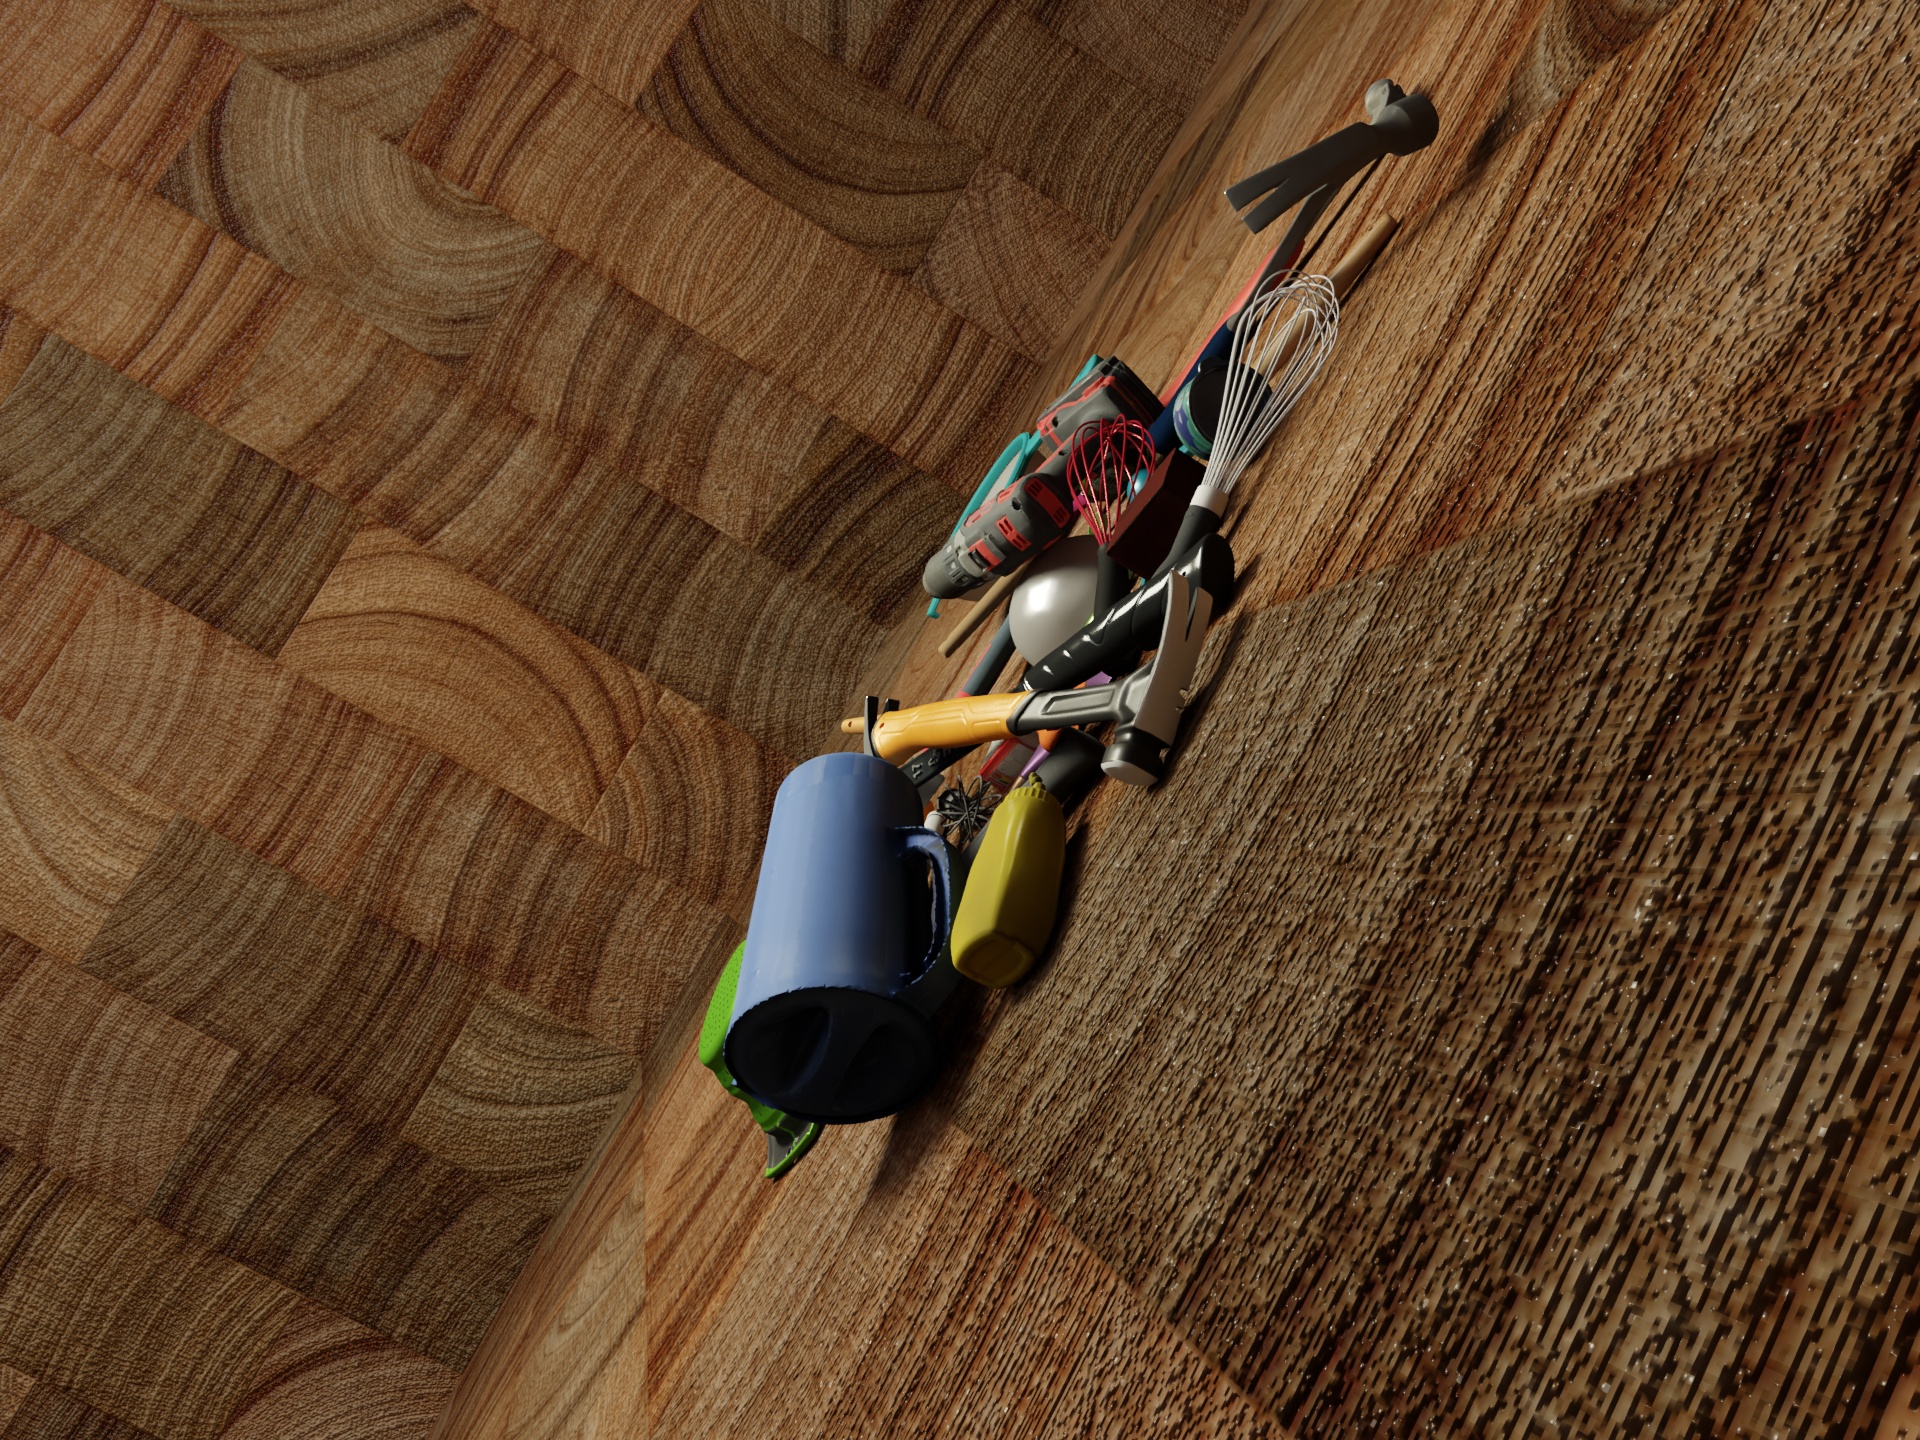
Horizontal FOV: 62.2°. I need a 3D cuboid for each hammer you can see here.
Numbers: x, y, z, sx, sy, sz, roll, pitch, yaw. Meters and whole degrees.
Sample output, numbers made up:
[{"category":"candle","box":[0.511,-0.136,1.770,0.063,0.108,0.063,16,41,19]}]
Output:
[{"category":"hammer","box":[0.013,-0.027,1.432,0.143,0.038,0.386,-58,0,45]},{"category":"hammer","box":[0.205,-0.298,1.171,0.144,0.035,0.405,-28,-10,-17]},{"category":"hammer","box":[-0.002,0.120,1.119,0.334,0.035,0.146,-49,24,35]},{"category":"hammer","box":[0.044,-0.019,1.112,0.409,0.036,0.149,-36,55,46]},{"category":"hammer","box":[0.036,-0.011,1.047,0.337,0.034,0.127,-10,56,58]},{"category":"hammer","box":[0.258,-0.369,1.347,0.359,0.036,0.149,-53,10,34]}]

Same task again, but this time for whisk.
[{"category":"whisk","box":[0.116,-0.139,1.202,0.073,0.073,0.296,-53,23,41]},{"category":"whisk","box":[-0.001,0.069,1.309,0.055,0.055,0.239,-60,4,-4]},{"category":"whisk","box":[0.180,-0.175,1.069,0.284,0.070,0.070,-65,8,-6]}]

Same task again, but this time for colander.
[{"category":"colander","box":[-0.143,0.185,1.370,0.204,0.094,0.397,-52,20,46]}]

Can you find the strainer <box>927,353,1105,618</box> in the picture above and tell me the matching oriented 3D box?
[{"category":"strainer","box":[0.089,-0.253,1.763,0.340,0.095,0.211,-51,14,36]}]

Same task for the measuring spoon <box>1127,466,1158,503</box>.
[{"category":"measuring spoon","box":[0.164,-0.205,1.371,0.042,0.021,0.129,-59,7,3]}]

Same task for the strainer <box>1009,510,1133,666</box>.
[{"category":"strainer","box":[0.093,-0.135,1.389,0.151,0.069,0.257,-55,11,31]}]

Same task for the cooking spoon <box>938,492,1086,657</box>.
[{"category":"cooking spoon","box":[0.086,-0.180,1.574,0.319,0.017,0.069,-48,6,-12]}]

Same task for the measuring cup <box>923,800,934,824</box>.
[{"category":"measuring cup","box":[-0.067,0.133,1.484,0.095,0.052,0.174,-53,18,41]}]

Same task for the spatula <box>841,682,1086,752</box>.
[{"category":"spatula","box":[-0.002,-0.004,1.229,0.323,0.041,0.081,-4,72,51]}]

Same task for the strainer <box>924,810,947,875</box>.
[{"category":"strainer","box":[-0.039,0.133,1.348,0.258,0.050,0.086,-69,-2,-66]}]

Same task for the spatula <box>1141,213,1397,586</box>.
[{"category":"spatula","box":[0.215,-0.233,1.169,0.317,0.044,0.082,-50,11,26]}]

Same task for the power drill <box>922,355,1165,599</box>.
[{"category":"power drill","box":[0.066,-0.200,1.390,0.227,0.080,0.188,-51,12,-34]}]

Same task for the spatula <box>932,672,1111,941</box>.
[{"category":"spatula","box":[0.037,0.066,1.183,0.316,0.018,0.060,-58,16,8]}]
